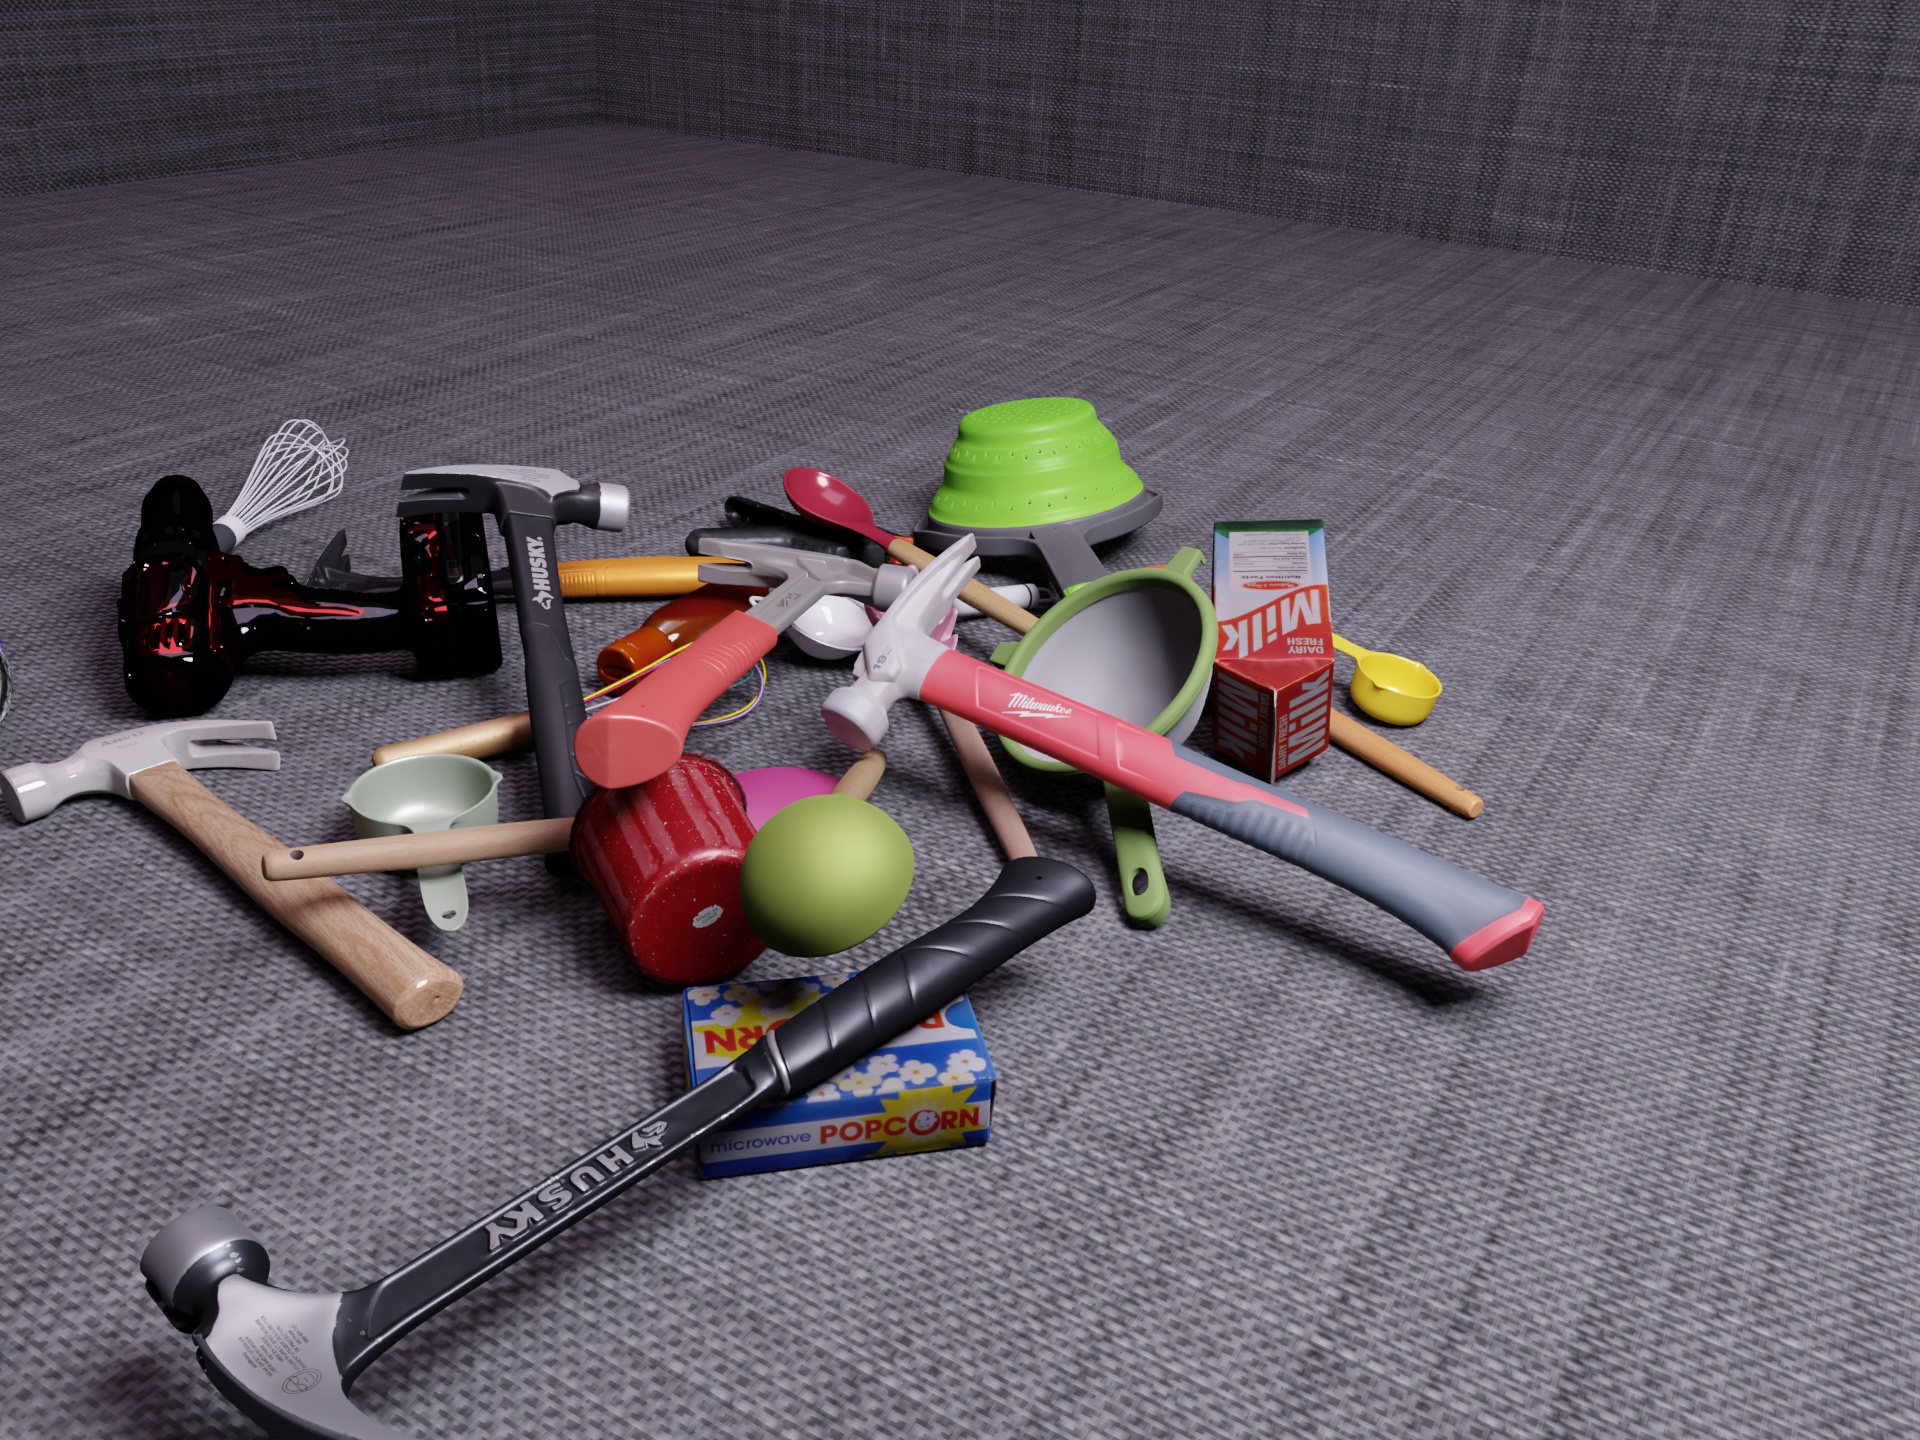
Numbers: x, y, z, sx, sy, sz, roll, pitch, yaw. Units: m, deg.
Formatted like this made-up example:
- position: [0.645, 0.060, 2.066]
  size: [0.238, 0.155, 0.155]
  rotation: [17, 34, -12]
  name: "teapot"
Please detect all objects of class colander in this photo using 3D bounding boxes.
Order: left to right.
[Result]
- position: [0.066, -0.176, 1.208]
  size: [0.204, 0.094, 0.397]
  rotation: [-9, 22, -3]
  name: "colander"

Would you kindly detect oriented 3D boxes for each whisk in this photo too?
- position: [-0.549, -0.158, 1.228]
  size: [0.070, 0.070, 0.285]
  rotation: [5, 33, 4]
  name: "whisk"
- position: [-0.234, -0.006, 0.973]
  size: [0.245, 0.047, 0.051]
  rotation: [-16, 34, -25]
  name: "whisk"

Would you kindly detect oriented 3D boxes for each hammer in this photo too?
- position: [-0.362, 0.072, 0.823]
  size: [0.331, 0.031, 0.130]
  rotation: [24, 35, 35]
  name: "hammer"
- position: [-0.249, -0.042, 0.940]
  size: [0.146, 0.035, 0.335]
  rotation: [5, 43, -27]
  name: "hammer"
- position: [-0.297, -0.105, 1.163]
  size: [0.337, 0.034, 0.127]
  rotation: [-2, 29, -10]
  name: "hammer"
- position: [-0.136, -0.043, 0.889]
  size: [0.149, 0.036, 0.359]
  rotation: [9, 20, 9]
  name: "hammer"
- position: [-0.083, 0.144, 0.621]
  size: [0.149, 0.036, 0.409]
  rotation: [26, 36, 35]
  name: "hammer"
- position: [0.118, 0.018, 0.837]
  size: [0.386, 0.038, 0.143]
  rotation: [24, 64, 25]
  name: "hammer"

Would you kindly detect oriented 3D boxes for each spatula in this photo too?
- position: [0.215, -0.023, 1.047]
  size: [0.081, 0.041, 0.323]
  rotation: [-17, 34, -30]
  name: "spatula"

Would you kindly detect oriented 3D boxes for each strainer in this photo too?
- position: [-0.037, -0.076, 1.128]
  size: [0.258, 0.050, 0.087]
  rotation: [-9, 46, -33]
  name: "strainer"
- position: [0.103, 0.024, 0.921]
  size: [0.151, 0.069, 0.257]
  rotation: [-27, 42, 21]
  name: "strainer"

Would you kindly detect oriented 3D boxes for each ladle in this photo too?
- position: [-0.054, 0.051, 0.806]
  size: [0.078, 0.062, 0.320]
  rotation: [-20, 5, 4]
  name: "ladle"
- position: [-0.029, -0.116, 1.142]
  size: [0.069, 0.031, 0.316]
  rotation: [-7, 30, -41]
  name: "ladle"

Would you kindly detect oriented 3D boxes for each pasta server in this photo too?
- position: [-0.002, -0.003, 0.968]
  size: [0.060, 0.040, 0.317]
  rotation: [-13, 36, -9]
  name: "pasta server"

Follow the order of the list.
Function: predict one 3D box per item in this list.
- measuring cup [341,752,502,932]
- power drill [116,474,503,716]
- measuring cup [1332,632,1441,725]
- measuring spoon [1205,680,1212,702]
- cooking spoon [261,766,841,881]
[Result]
- position: [-0.272, 0.073, 0.824]
  size: [0.083, 0.038, 0.168]
  rotation: [-8, 32, -20]
  name: "measuring cup"
- position: [-0.426, -0.097, 1.040]
  size: [0.226, 0.080, 0.188]
  rotation: [-8, 52, -16]
  name: "power drill"
- position: [0.250, -0.041, 1.076]
  size: [0.157, 0.029, 0.062]
  rotation: [32, 34, 31]
  name: "measuring cup"
- position: [0.126, -0.031, 1.087]
  size: [0.042, 0.021, 0.129]
  rotation: [-19, 25, -33]
  name: "measuring spoon"
- position: [-0.188, 0.057, 0.818]
  size: [0.318, 0.017, 0.069]
  rotation: [-5, 51, -34]
  name: "cooking spoon"
